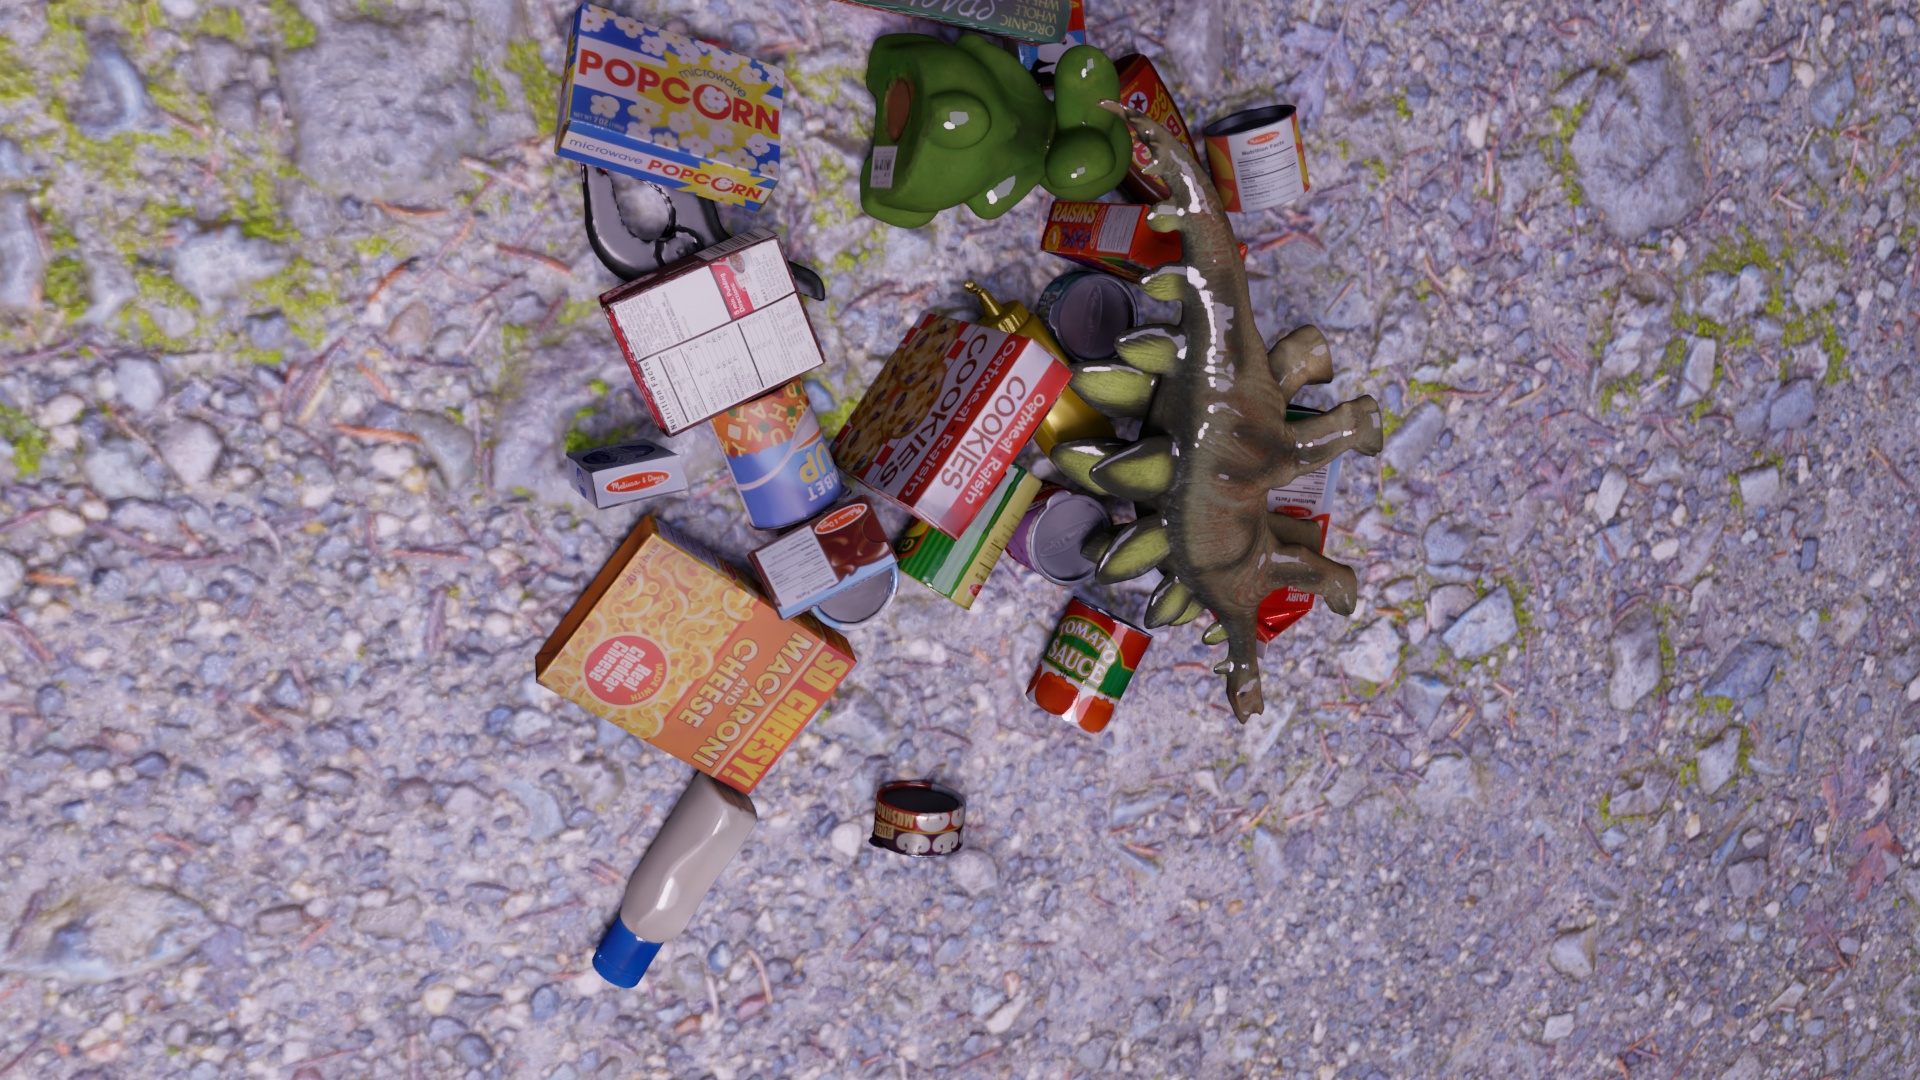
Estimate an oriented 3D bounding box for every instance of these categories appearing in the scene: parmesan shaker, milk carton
[{"bbox_3d":[0.003,-0.012,0.963,0.071,0.071,0.103,31,88,-27],"label":"parmesan shaker"},{"bbox_3d":[0.229,-0.009,1.060,0.073,0.072,0.190,4,100,-24],"label":"milk carton"}]

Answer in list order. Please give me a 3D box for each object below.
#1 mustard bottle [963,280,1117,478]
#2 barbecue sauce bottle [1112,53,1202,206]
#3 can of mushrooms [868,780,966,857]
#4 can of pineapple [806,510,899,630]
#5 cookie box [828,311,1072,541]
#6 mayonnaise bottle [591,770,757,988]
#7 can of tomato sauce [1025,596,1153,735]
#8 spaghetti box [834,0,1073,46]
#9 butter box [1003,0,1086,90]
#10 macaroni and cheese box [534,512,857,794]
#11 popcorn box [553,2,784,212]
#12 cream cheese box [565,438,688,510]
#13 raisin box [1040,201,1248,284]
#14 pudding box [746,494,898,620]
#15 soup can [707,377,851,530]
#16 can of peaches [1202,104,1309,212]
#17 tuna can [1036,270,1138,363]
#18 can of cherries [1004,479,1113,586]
[{"bbox_3d":[0.051,-0.115,0.959,0.049,0.065,0.160,-38,111,-7],"label":"mustard bottle"},{"bbox_3d":[0.139,-0.262,0.973,0.065,0.044,0.148,-45,117,-12],"label":"barbecue sauce bottle"},{"bbox_3d":[-0.031,0.199,0.997,0.071,0.071,0.033,1,102,-24],"label":"can of mushrooms"},{"bbox_3d":[-0.082,0.020,0.935,0.071,0.058,0.070,-6,105,-23],"label":"can of pineapple"},{"bbox_3d":[-0.012,-0.077,0.880,0.040,0.167,0.123,36,87,-28],"label":"cookie box"},{"bbox_3d":[-0.194,0.230,0.936,0.041,0.065,0.148,31,93,-31],"label":"mayonnaise bottle"},{"bbox_3d":[0.094,0.092,1.026,0.071,0.071,0.083,26,92,-27],"label":"can of tomato sauce"},{"bbox_3d":[-0.054,-0.342,0.847,0.250,0.050,0.028,6,105,-19],"label":"spaghetti box"},{"bbox_3d":[0.054,-0.353,0.922,0.053,0.024,0.103,-14,108,-20],"label":"butter box"},{"bbox_3d":[-0.171,0.077,0.908,0.166,0.040,0.123,35,99,-28],"label":"macaroni and cheese box"},{"bbox_3d":[-0.169,-0.253,0.818,0.127,0.038,0.085,11,64,-26],"label":"popcorn box"},{"bbox_3d":[-0.203,-0.041,0.839,0.053,0.104,0.024,-13,104,-22],"label":"cream cheese box"},{"bbox_3d":[0.120,-0.198,0.935,0.086,0.123,0.040,13,98,-27],"label":"raisin box"},{"bbox_3d":[-0.087,0.011,0.880,0.084,0.030,0.049,-28,88,-6],"label":"pudding box"},{"bbox_3d":[-0.117,-0.059,0.893,0.071,0.071,0.083,-26,112,-16],"label":"soup can"},{"bbox_3d":[0.211,-0.273,0.991,0.071,0.071,0.057,-26,115,-16],"label":"can of peaches"},{"bbox_3d":[0.087,-0.157,0.981,0.071,0.033,0.071,-6,105,-23],"label":"tuna can"},{"bbox_3d":[0.068,-0.009,0.995,0.071,0.058,0.071,-6,106,-22],"label":"can of cherries"}]
